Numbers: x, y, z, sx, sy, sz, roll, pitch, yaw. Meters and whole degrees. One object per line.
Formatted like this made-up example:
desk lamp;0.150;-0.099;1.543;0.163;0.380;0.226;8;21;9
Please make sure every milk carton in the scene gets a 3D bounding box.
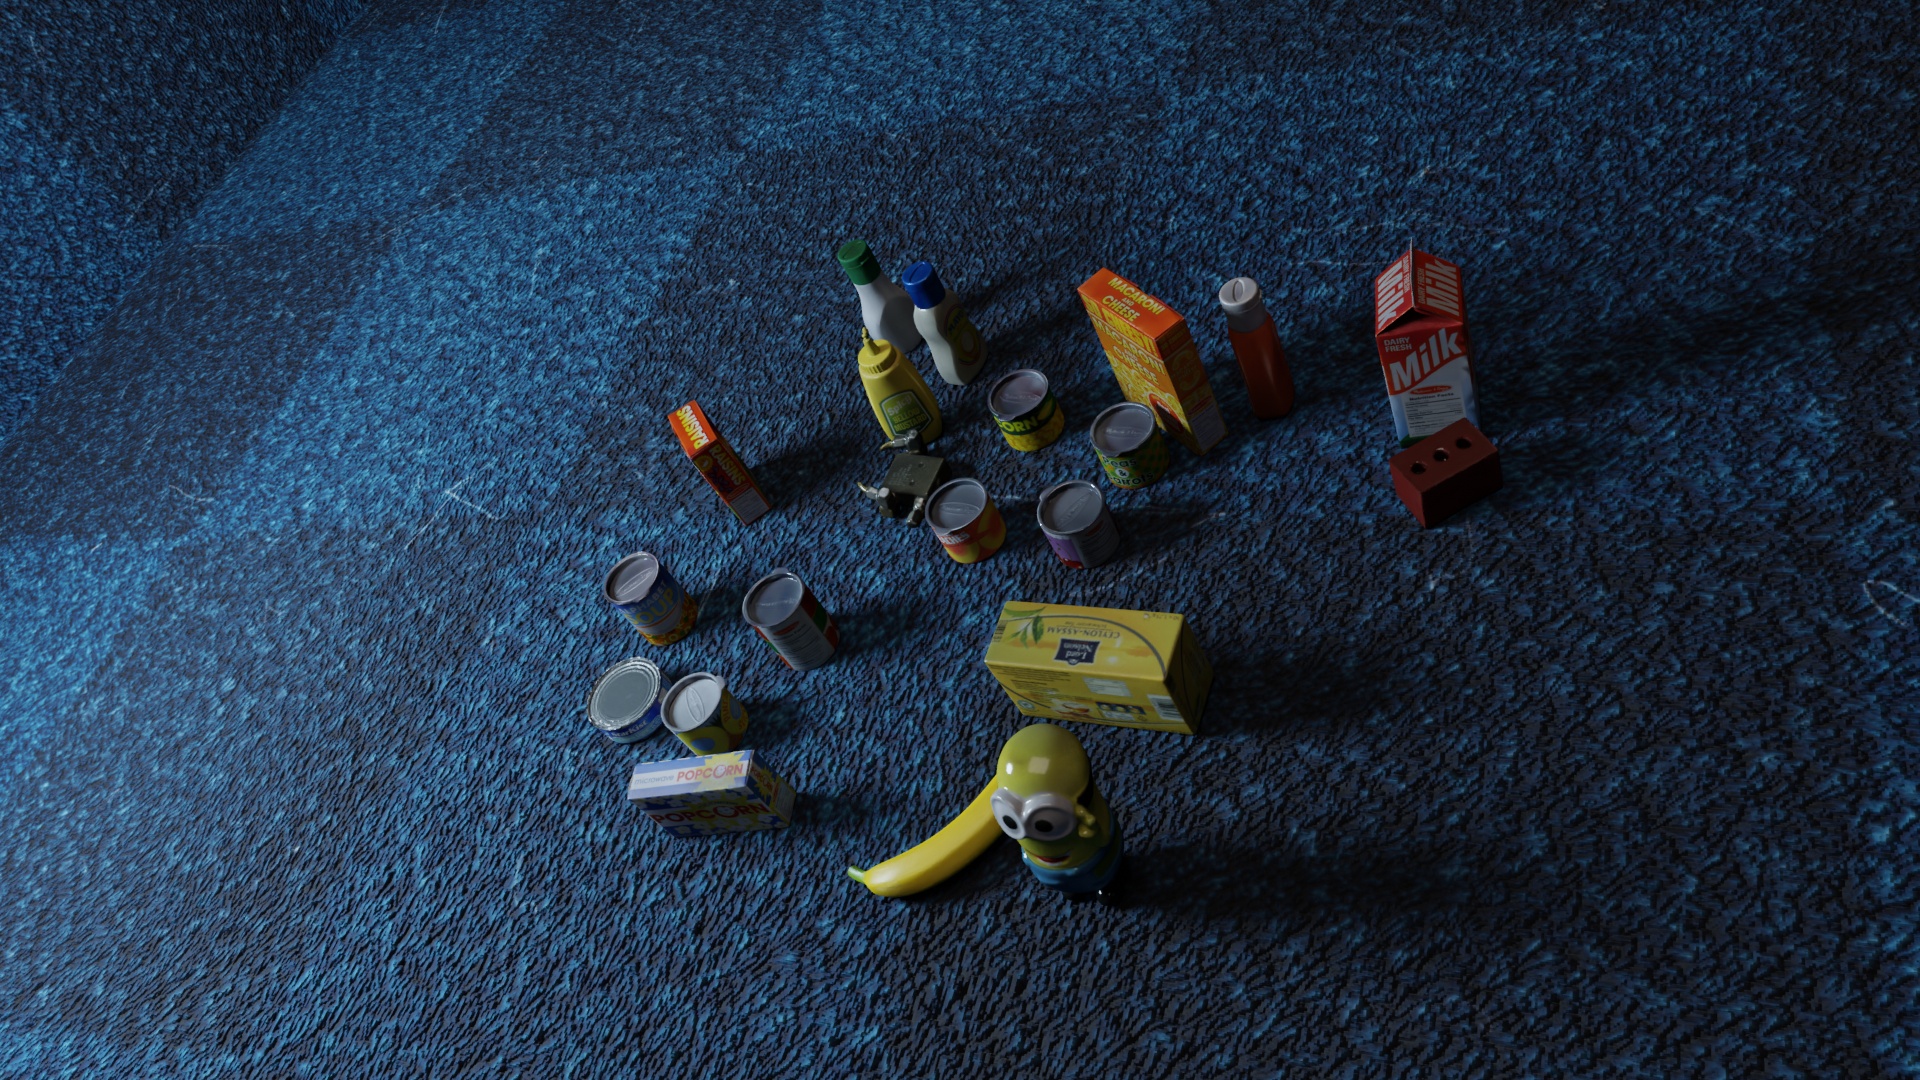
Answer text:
milk carton;0.406;-0.171;1.210;0.073;0.189;0.073;-6;51;23

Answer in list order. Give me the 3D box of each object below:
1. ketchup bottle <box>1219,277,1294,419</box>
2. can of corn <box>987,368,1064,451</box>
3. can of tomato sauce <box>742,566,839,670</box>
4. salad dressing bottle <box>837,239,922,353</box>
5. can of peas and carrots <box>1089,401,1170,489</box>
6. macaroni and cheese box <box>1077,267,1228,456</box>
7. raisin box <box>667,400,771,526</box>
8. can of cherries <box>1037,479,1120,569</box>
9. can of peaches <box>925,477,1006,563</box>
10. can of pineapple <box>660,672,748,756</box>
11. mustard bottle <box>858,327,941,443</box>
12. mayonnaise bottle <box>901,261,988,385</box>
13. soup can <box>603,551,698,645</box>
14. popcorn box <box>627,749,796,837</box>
ketchup bottle;0.281;-0.184;1.314;0.043;0.148;0.065;-8;50;22
can of corn;0.068;-0.133;1.443;0.071;0.058;0.071;-14;48;17
can of tomato sauce;-0.165;0.078;1.369;0.071;0.082;0.071;-14;48;17
salad dressing bottle;-0.092;-0.278;1.584;0.064;0.147;0.044;-45;47;-13
can of peas and carrots;0.166;-0.091;1.358;0.071;0.058;0.071;-14;48;17
macaroni and cheese box;0.187;-0.173;1.340;0.040;0.165;0.124;-39;46;-7
raisin box;-0.265;-0.085;1.529;0.040;0.123;0.086;-34;46;-2
can of cherries;0.112;-0.016;1.323;0.071;0.058;0.072;-14;48;17
can of peaches;0.005;-0.017;1.379;0.071;0.058;0.071;-14;48;17
can of pineapple;-0.246;0.170;1.351;0.071;0.057;0.071;-14;48;17
mustard bottle;-0.072;-0.165;1.471;0.065;0.159;0.049;-24;46;8
mayonnaise bottle;-0.018;-0.238;1.513;0.041;0.147;0.065;13;61;35
soup can;-0.324;0.064;1.462;0.071;0.083;0.072;-14;48;17
popcorn box;-0.227;0.233;1.270;0.126;0.085;0.038;-10;50;20
